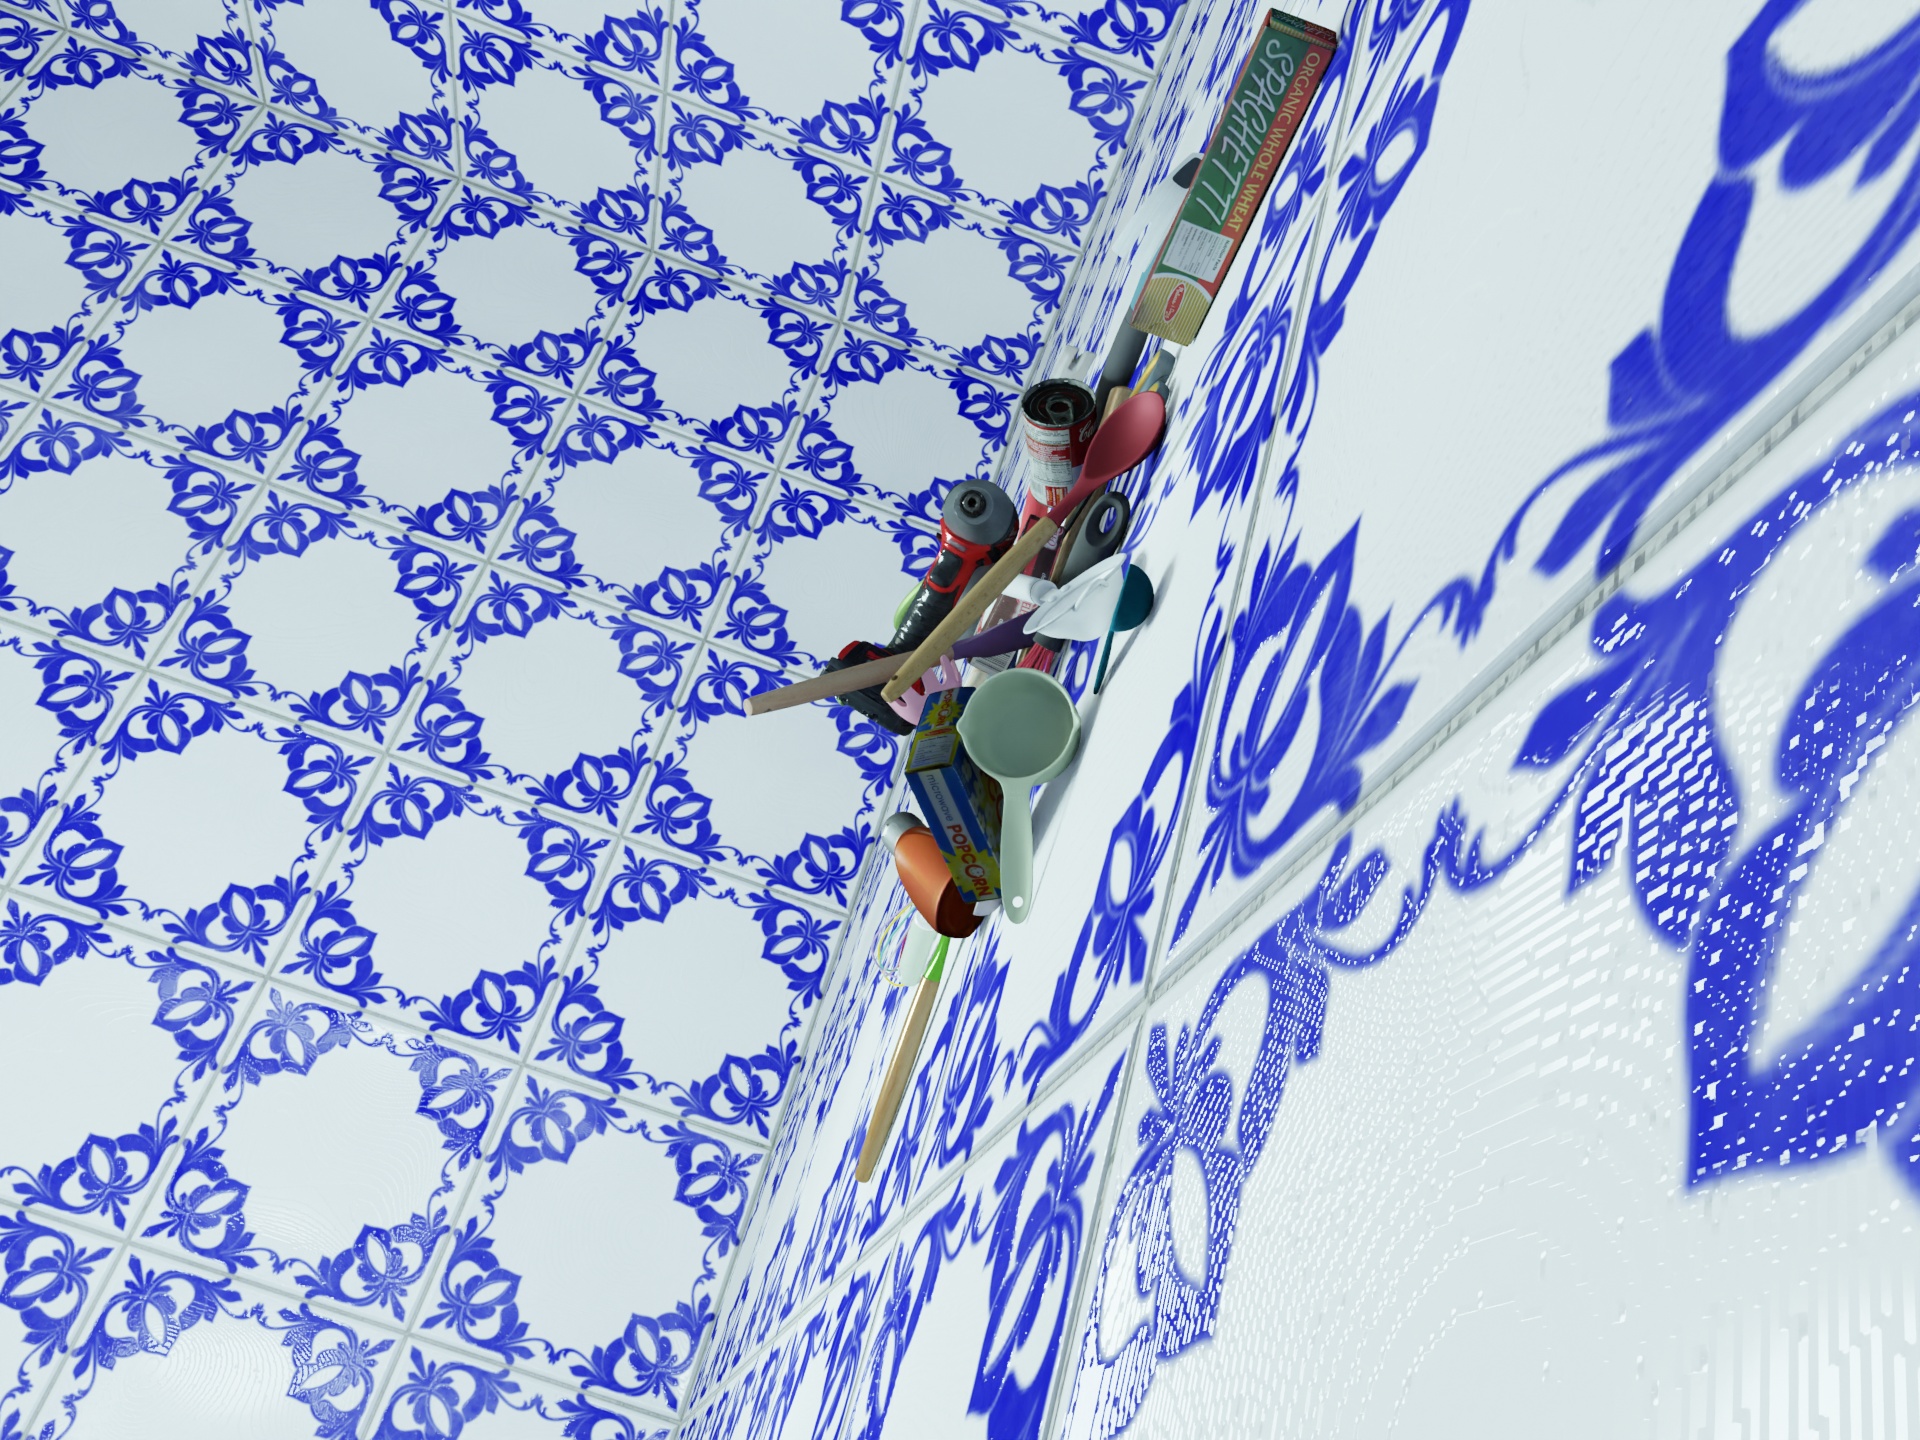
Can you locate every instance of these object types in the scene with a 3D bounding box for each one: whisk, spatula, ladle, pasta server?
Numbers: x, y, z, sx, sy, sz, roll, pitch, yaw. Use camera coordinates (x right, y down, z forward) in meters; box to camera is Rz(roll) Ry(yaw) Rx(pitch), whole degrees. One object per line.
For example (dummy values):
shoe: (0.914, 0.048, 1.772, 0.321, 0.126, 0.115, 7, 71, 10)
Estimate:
whisk: (-0.024, 0.166, 1.482, 0.047, 0.051, 0.244, -105, 33, -45)
whisk: (-0.027, 0.171, 1.404, 0.246, 0.059, 0.058, 107, 165, -51)
spatula: (-0.028, -0.047, 1.212, 0.316, 0.018, 0.059, -17, -25, -36)
whisk: (0.057, -0.041, 1.221, 0.073, 0.073, 0.296, -86, 22, -76)
ladle: (0.049, -0.127, 1.160, 0.315, 0.031, 0.069, -48, 31, -17)
pasta server: (-0.002, -0.004, 1.328, 0.060, 0.040, 0.316, -30, -10, 6)

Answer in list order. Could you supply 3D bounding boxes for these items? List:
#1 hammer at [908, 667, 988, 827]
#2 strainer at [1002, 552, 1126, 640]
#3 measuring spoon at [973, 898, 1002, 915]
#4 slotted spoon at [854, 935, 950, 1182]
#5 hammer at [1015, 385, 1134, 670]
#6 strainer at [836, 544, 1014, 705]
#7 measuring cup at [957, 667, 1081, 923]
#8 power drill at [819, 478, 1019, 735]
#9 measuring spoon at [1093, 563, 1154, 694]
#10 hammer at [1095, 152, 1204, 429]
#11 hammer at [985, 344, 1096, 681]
hammer: (0.003, -0.002, 1.599, 0.411, 0.038, 0.146, -56, -26, -74)
strainer: (0.065, -0.090, 1.139, 0.087, 0.050, 0.258, -39, 17, -6)
measuring spoon: (0.035, 0.098, 1.169, 0.124, 0.018, 0.034, -64, -6, -48)
slotted spoon: (-0.032, 0.234, 1.295, 0.070, 0.031, 0.313, -99, 28, -81)
hammer: (0.092, -0.137, 1.398, 0.130, 0.031, 0.331, 143, 147, -82)
strainer: (-0.027, -0.081, 1.651, 0.256, 0.069, 0.151, -42, -16, 20)
measuring cup: (0.041, 0.050, 1.034, 0.038, 0.083, 0.168, 42, -133, -69)
power drill: (-0.025, -0.100, 1.323, 0.219, 0.078, 0.143, -59, -6, 0)
measuring spoon: (0.101, -0.050, 0.988, 0.128, 0.021, 0.042, 99, -172, -60)
hammer: (0.157, -0.354, 1.383, 0.128, 0.033, 0.330, -44, -14, -27)
hammer: (0.069, -0.176, 1.542, 0.143, 0.038, 0.387, 121, 163, -66)
